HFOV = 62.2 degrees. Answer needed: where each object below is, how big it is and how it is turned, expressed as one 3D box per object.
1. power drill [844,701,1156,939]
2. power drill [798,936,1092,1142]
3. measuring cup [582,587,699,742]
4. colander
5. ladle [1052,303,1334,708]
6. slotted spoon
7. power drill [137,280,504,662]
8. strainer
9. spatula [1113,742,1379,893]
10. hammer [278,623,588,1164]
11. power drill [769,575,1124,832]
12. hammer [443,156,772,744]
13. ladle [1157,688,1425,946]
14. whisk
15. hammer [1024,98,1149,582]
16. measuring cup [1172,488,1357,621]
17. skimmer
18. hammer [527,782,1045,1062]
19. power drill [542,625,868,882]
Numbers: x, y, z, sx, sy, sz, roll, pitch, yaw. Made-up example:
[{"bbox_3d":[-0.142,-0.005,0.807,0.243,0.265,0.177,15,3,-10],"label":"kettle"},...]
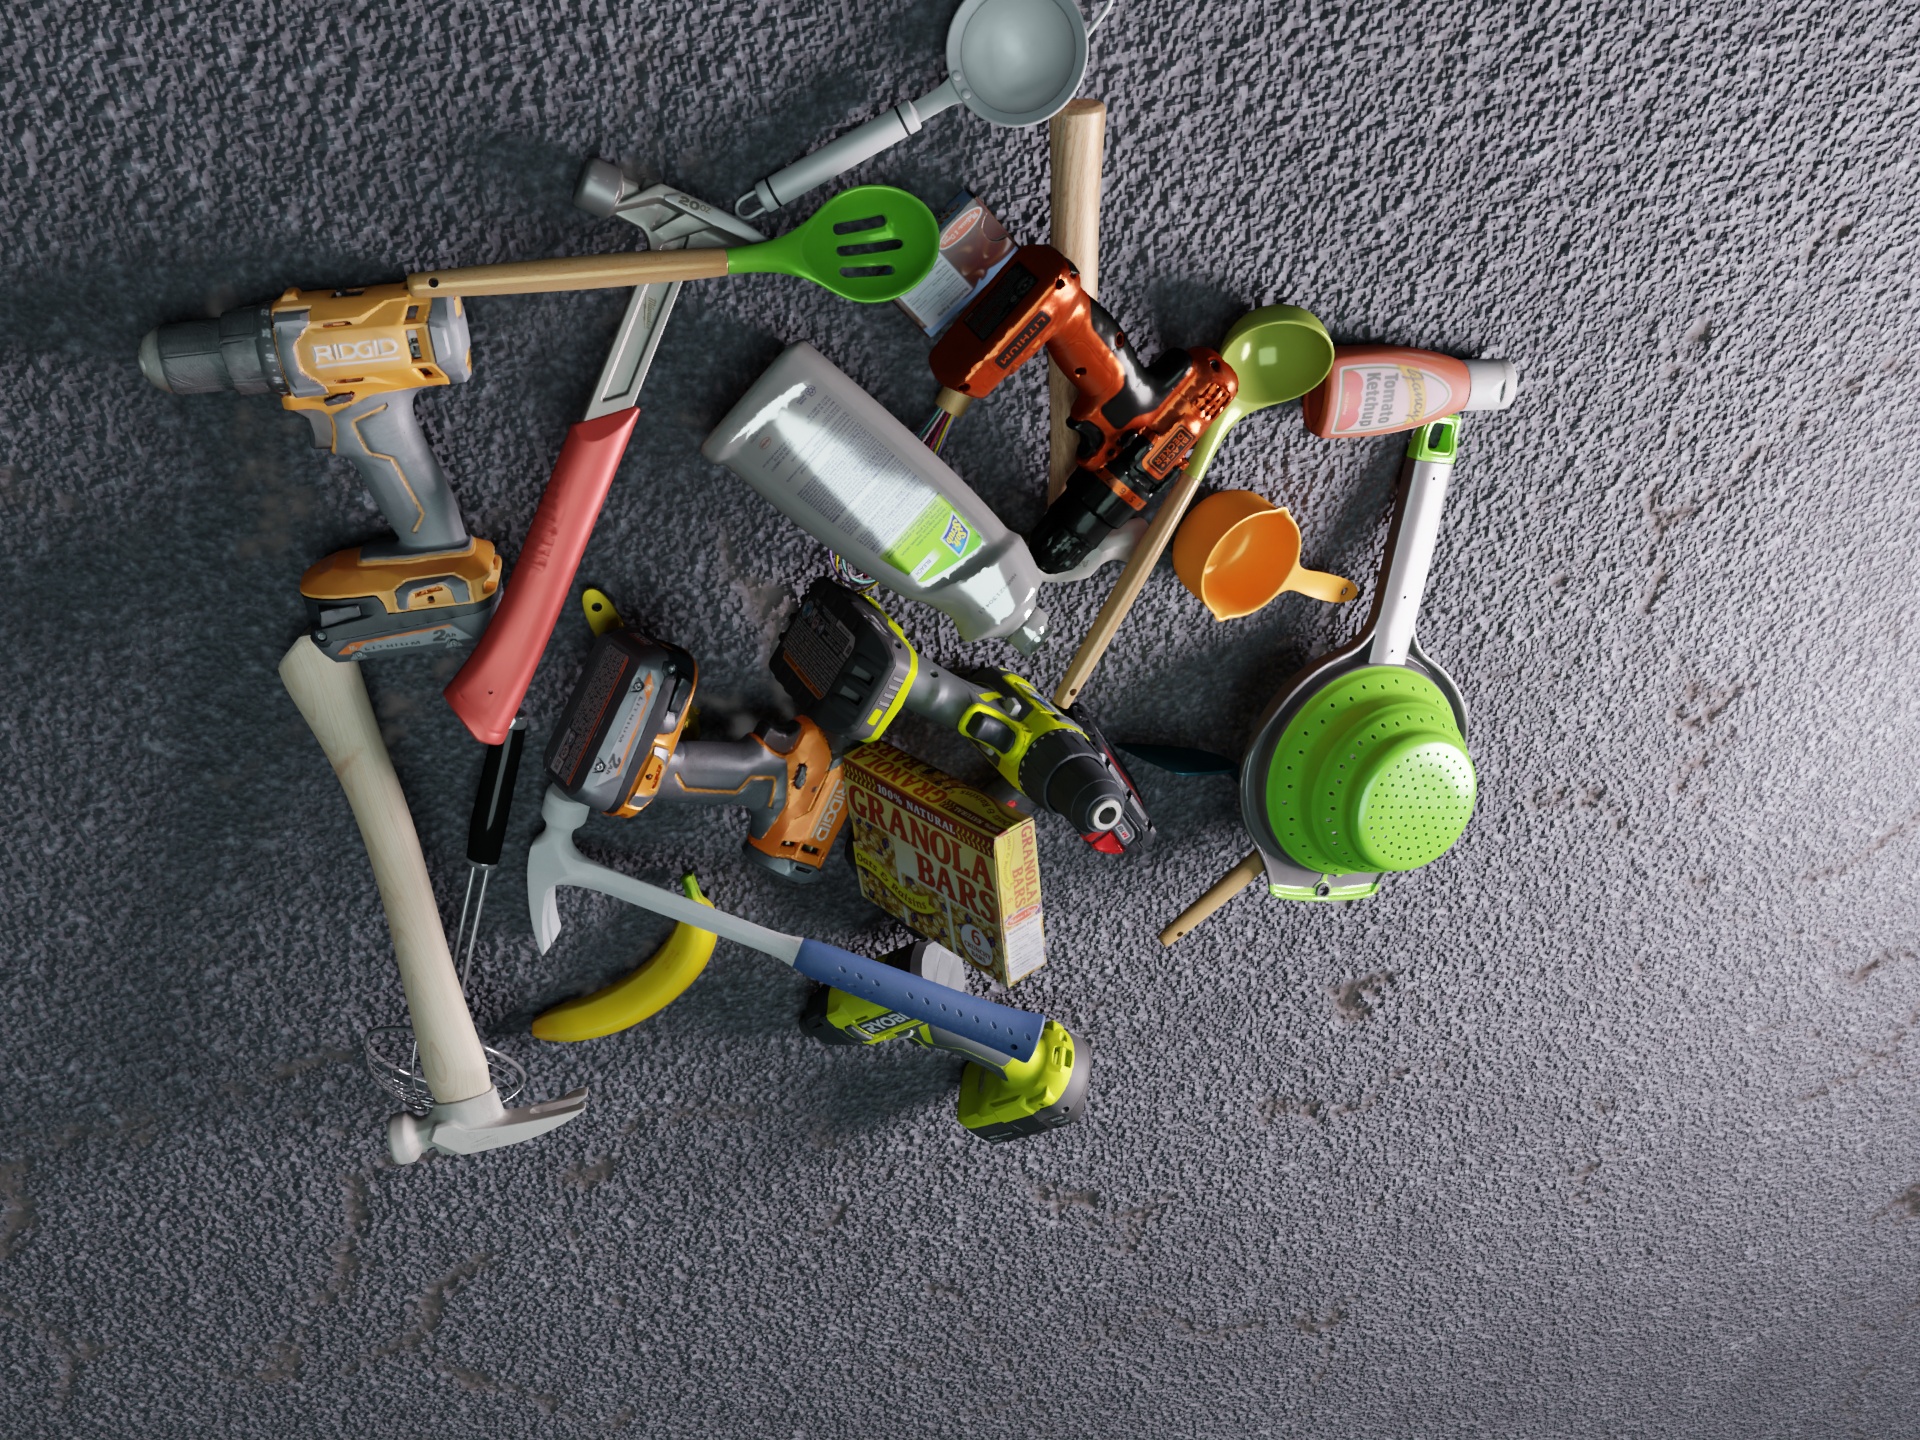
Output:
[{"bbox_3d":[0.033,0.095,1.254,0.219,0.079,0.143,-30,123,9],"label":"power drill"},{"bbox_3d":[-0.013,0.270,1.335,0.223,0.080,0.171,36,135,-28],"label":"power drill"},{"bbox_3d":[-0.232,-0.026,1.131,0.062,0.029,0.156,-21,127,-1],"label":"measuring cup"},{"bbox_3d":[0.337,-0.028,1.198,0.204,0.095,0.397,2,108,-22],"label":"colander"},{"bbox_3d":[0.154,-0.143,1.110,0.078,0.062,0.320,23,102,-32],"label":"ladle"},{"bbox_3d":[-0.166,-0.273,0.946,0.313,0.031,0.070,-10,100,-16],"label":"slotted spoon"},{"bbox_3d":[-0.385,-0.153,0.984,0.185,0.084,0.226,-8,119,-9],"label":"power drill"},{"bbox_3d":[-0.025,-0.370,0.963,0.258,0.050,0.087,-26,96,9],"label":"strainer"},{"bbox_3d":[0.256,0.084,1.321,0.317,0.082,0.044,35,85,-35],"label":"spatula"},{"bbox_3d":[-0.383,0.126,1.129,0.146,0.038,0.410,-12,110,-5],"label":"hammer"},{"bbox_3d":[-0.002,-0.003,1.095,0.228,0.191,0.080,24,102,-33],"label":"power drill"},{"bbox_3d":[-0.226,-0.151,0.991,0.149,0.037,0.359,20,97,-24],"label":"hammer"},{"bbox_3d":[0.281,0.077,1.284,0.315,0.031,0.069,-39,130,-7],"label":"ladle"},{"bbox_3d":[-0.017,-0.190,1.079,0.051,0.047,0.245,24,110,-25],"label":"whisk"},{"bbox_3d":[0.071,-0.238,1.054,0.130,0.031,0.331,-14,128,-17],"label":"hammer"},{"bbox_3d":[0.230,-0.120,1.188,0.173,0.052,0.095,9,117,-40],"label":"measuring cup"},{"bbox_3d":[-0.369,0.150,1.208,0.127,0.090,0.363,15,107,-7],"label":"skimmer"},{"bbox_3d":[-0.134,0.175,1.201,0.405,0.035,0.144,21,119,-1],"label":"hammer"},{"bbox_3d":[-0.160,0.013,1.126,0.226,0.084,0.164,23,95,-40],"label":"power drill"}]
